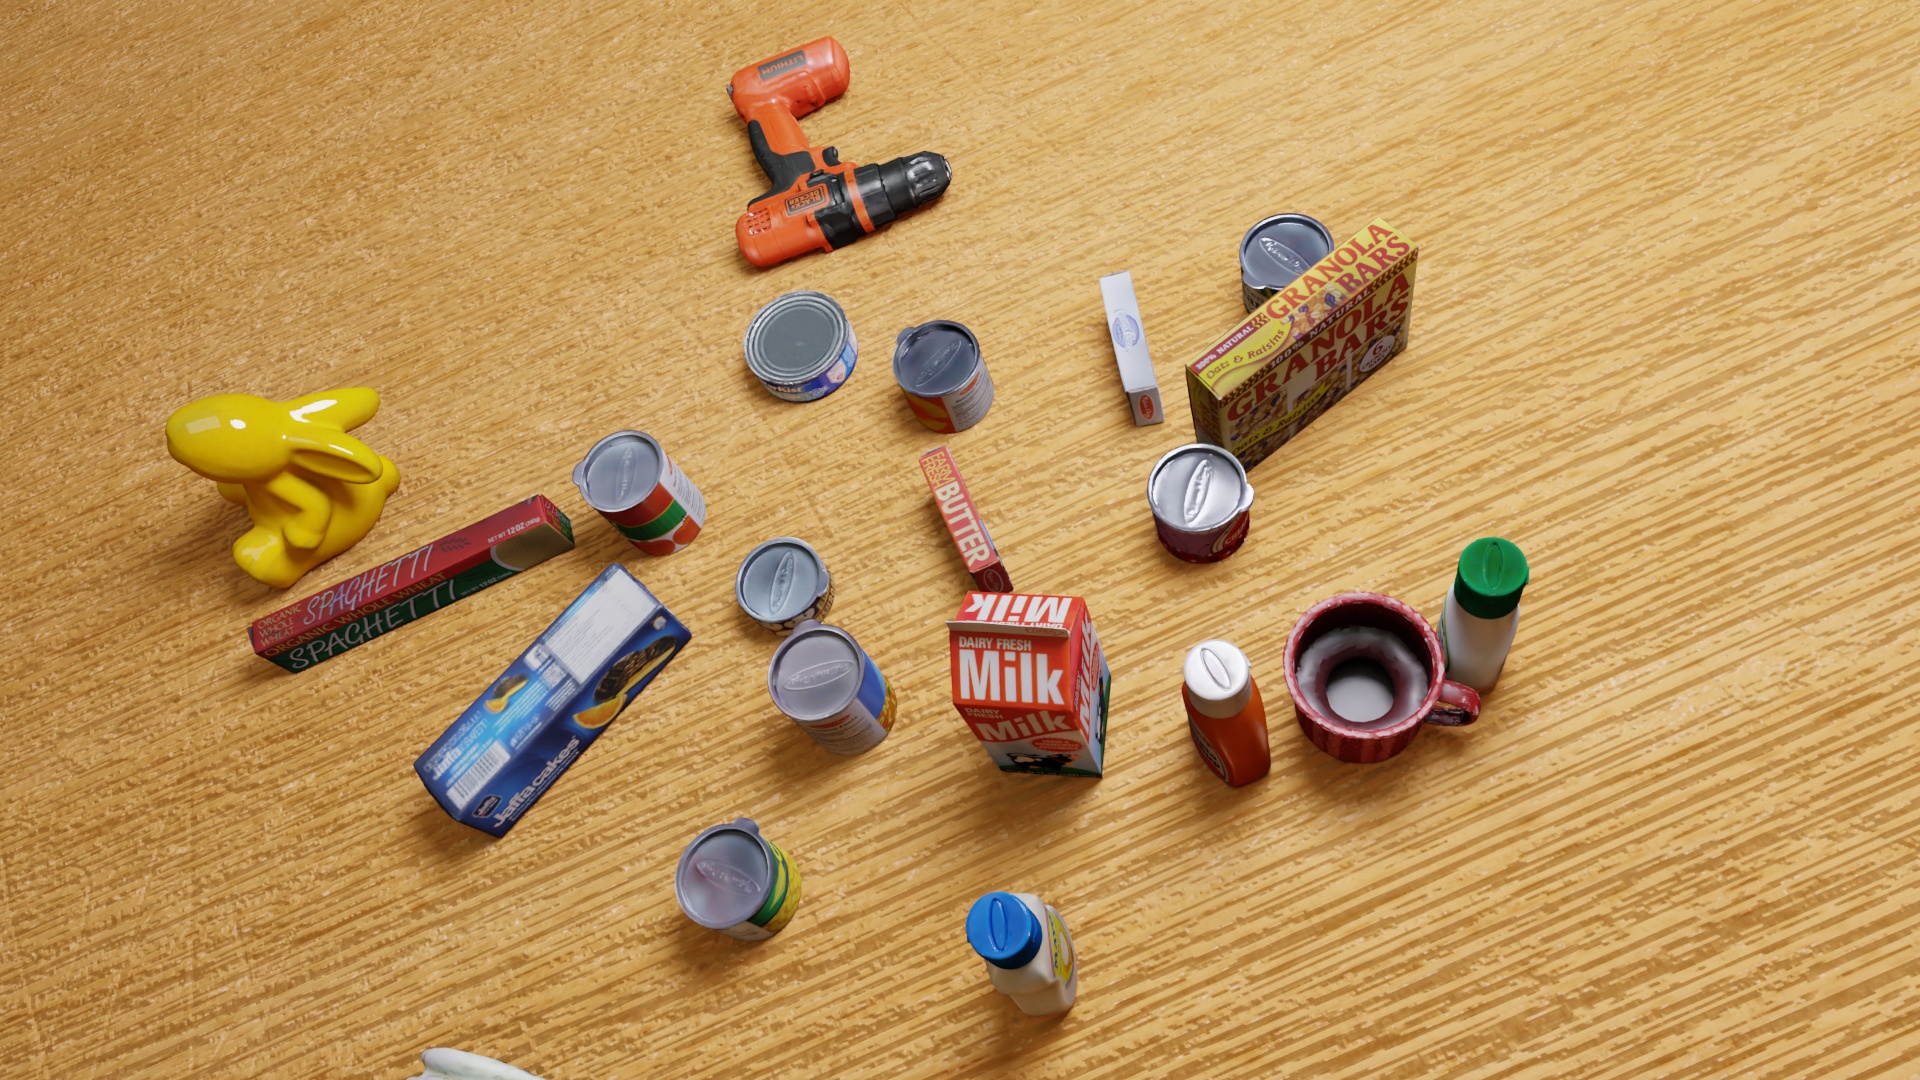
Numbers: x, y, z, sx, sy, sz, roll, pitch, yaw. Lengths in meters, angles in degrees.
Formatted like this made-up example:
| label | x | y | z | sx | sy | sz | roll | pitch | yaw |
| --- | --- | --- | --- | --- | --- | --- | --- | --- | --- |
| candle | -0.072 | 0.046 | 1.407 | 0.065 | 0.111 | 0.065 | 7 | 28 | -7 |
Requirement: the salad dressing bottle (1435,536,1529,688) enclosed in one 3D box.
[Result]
| label | x | y | z | sx | sy | sz | roll | pitch | yaw |
| --- | --- | --- | --- | --- | --- | --- | --- | --- | --- |
| salad dressing bottle | 0.310 | 0.043 | 0.827 | 0.044 | 0.147 | 0.064 | 6 | 67 | 16 |

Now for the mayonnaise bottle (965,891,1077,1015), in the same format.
| label | x | y | z | sx | sy | sz | roll | pitch | yaw |
| --- | --- | --- | --- | --- | --- | --- | --- | --- | --- |
| mayonnaise bottle | 0.037 | 0.235 | 0.803 | 0.041 | 0.147 | 0.065 | -11 | 64 | 9 |

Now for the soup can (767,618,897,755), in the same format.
| label | x | y | z | sx | sy | sz | roll | pitch | yaw |
| --- | --- | --- | --- | --- | --- | --- | --- | --- | --- |
| soup can | -0.085 | 0.099 | 0.934 | 0.071 | 0.083 | 0.071 | -5 | 64 | 12 |

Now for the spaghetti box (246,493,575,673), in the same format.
| label | x | y | z | sx | sy | sz | roll | pitch | yaw |
| --- | --- | --- | --- | --- | --- | --- | --- | --- | --- |
| spaghetti box | -0.420 | 0.035 | 1.066 | 0.250 | 0.050 | 0.029 | -24 | 62 | 2 |

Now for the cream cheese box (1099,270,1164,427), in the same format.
| label | x | y | z | sx | sy | sz | roll | pitch | yaw |
| --- | --- | --- | --- | --- | --- | --- | --- | --- | --- |
| cream cheese box | 0.125 | -0.139 | 1.013 | 0.024 | 0.053 | 0.104 | -13 | 63 | 8 |

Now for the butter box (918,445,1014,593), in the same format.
| label | x | y | z | sx | sy | sz | roll | pitch | yaw |
| --- | --- | --- | --- | --- | --- | --- | --- | --- | --- |
| butter box | 0.004 | -0.012 | 0.983 | 0.024 | 0.053 | 0.104 | -25 | 62 | 2 |

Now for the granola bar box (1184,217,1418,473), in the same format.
| label | x | y | z | sx | sy | sz | roll | pitch | yaw |
| --- | --- | --- | --- | --- | --- | --- | --- | --- | --- |
| granola bar box | 0.230 | -0.126 | 0.940 | 0.166 | 0.124 | 0.039 | -38 | 63 | -5 |

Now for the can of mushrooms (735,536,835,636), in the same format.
| label | x | y | z | sx | sy | sz | roll | pitch | yaw |
| --- | --- | --- | --- | --- | --- | --- | --- | --- | --- |
| can of mushrooms | -0.124 | 0.034 | 1.003 | 0.071 | 0.033 | 0.071 | -5 | 64 | 11 |

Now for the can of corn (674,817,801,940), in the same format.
| label | x | y | z | sx | sy | sz | roll | pitch | yaw |
| --- | --- | --- | --- | --- | --- | --- | --- | --- | --- |
| can of corn | -0.142 | 0.221 | 0.905 | 0.071 | 0.058 | 0.071 | -5 | 64 | 11 |

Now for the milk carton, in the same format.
| label | x | y | z | sx | sy | sz | roll | pitch | yaw |
| --- | --- | --- | --- | --- | --- | --- | --- | --- | --- |
| milk carton | 0.045 | 0.085 | 0.849 | 0.072 | 0.190 | 0.074 | 1 | 66 | 15 |

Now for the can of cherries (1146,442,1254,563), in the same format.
| label | x | y | z | sx | sy | sz | roll | pitch | yaw |
| --- | --- | --- | --- | --- | --- | --- | --- | --- | --- |
| can of cherries | 0.165 | -0.023 | 0.945 | 0.071 | 0.058 | 0.072 | -5 | 64 | 11 |

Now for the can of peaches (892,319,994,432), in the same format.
| label | x | y | z | sx | sy | sz | roll | pitch | yaw |
| --- | --- | --- | --- | --- | --- | --- | --- | --- | --- |
| can of peaches | -0.013 | -0.123 | 1.036 | 0.071 | 0.058 | 0.071 | -5 | 64 | 11 |

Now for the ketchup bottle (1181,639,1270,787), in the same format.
| label | x | y | z | sx | sy | sz | roll | pitch | yaw |
| --- | --- | --- | --- | --- | --- | --- | --- | --- | --- |
| ketchup bottle | 0.159 | 0.101 | 0.837 | 0.043 | 0.148 | 0.065 | -29 | 62 | 0 |

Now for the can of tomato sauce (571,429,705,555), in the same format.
| label | x | y | z | sx | sy | sz | roll | pitch | yaw |
| --- | --- | --- | --- | --- | --- | --- | --- | --- | --- |
| can of tomato sauce | -0.237 | -0.033 | 1.035 | 0.071 | 0.083 | 0.071 | -5 | 64 | 12 |

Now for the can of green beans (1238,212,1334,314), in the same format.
| label | x | y | z | sx | sy | sz | roll | pitch | yaw |
| --- | --- | --- | --- | --- | --- | --- | --- | --- | --- |
| can of green beans | 0.237 | -0.194 | 1.008 | 0.071 | 0.057 | 0.071 | -5 | 64 | 11 |
